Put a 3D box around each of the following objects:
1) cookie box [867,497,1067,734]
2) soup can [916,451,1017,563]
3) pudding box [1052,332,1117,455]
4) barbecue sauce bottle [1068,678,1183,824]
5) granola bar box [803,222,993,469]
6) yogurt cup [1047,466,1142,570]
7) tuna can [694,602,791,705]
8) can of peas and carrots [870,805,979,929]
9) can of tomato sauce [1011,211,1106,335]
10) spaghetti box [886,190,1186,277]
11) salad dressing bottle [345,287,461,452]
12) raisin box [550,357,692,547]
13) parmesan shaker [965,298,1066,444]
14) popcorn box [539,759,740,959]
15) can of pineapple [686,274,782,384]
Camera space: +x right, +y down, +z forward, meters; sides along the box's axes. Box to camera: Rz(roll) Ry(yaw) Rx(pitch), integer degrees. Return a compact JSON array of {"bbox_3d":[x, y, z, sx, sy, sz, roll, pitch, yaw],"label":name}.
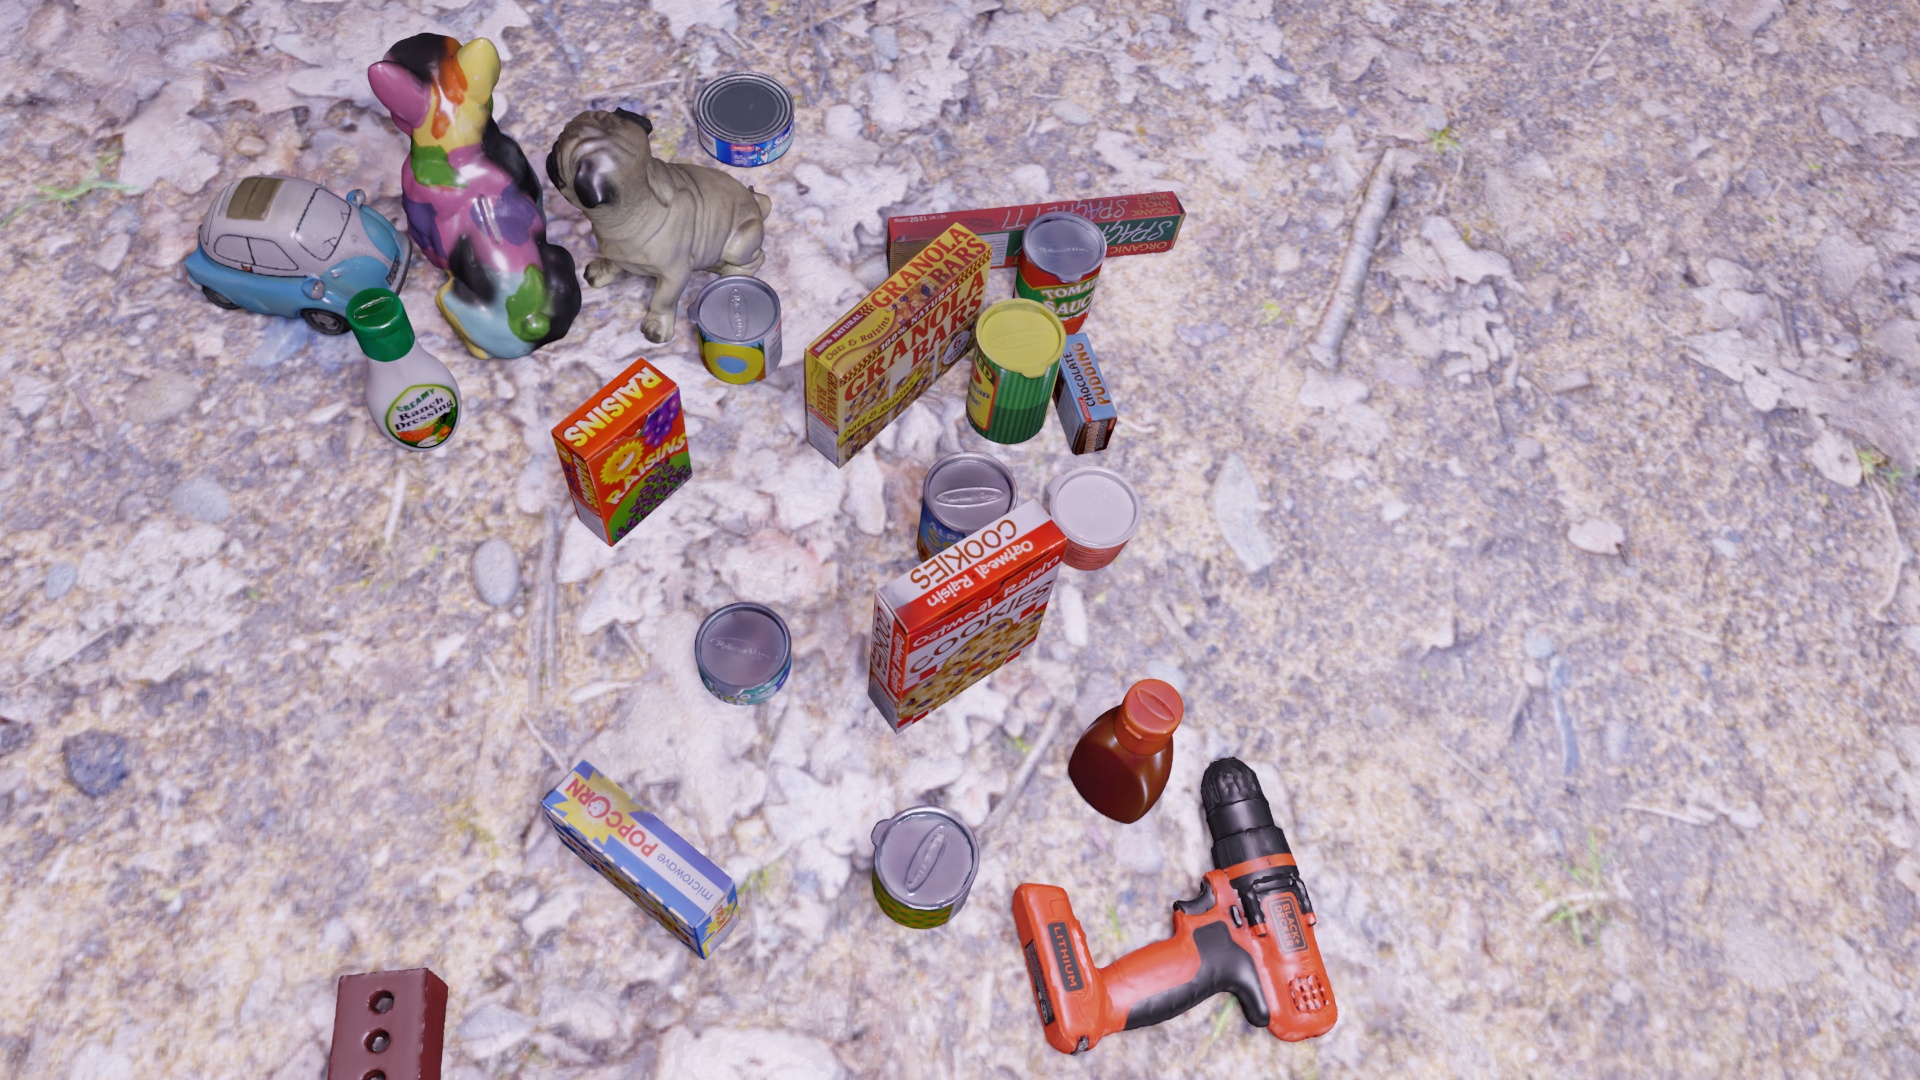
[{"bbox_3d":[0.002,0.054,0.916,0.123,0.166,0.040,-31,69,-20],"label":"cookie box"},{"bbox_3d":[0.004,-0.013,1.001,0.071,0.083,0.071,2,61,-4],"label":"soup can"},{"bbox_3d":[0.093,-0.115,1.086,0.030,0.049,0.084,-11,63,-12],"label":"pudding box"},{"bbox_3d":[0.109,0.134,0.894,0.065,0.147,0.044,40,65,15],"label":"barbecue sauce bottle"},{"bbox_3d":[-0.048,-0.147,1.047,0.039,0.123,0.166,38,65,15],"label":"granola bar box"},{"bbox_3d":[0.096,-0.013,1.028,0.072,0.053,0.073,2,61,-4],"label":"yogurt cup"},{"bbox_3d":[-0.151,0.081,0.963,0.071,0.032,0.071,2,61,-4],"label":"tuna can"},{"bbox_3d":[-0.026,0.209,0.890,0.071,0.058,0.071,2,61,-4],"label":"can of peas and carrots"},{"bbox_3d":[0.078,-0.211,1.118,0.071,0.082,0.071,2,61,-4],"label":"can of tomato sauce"},{"bbox_3d":[0.062,-0.255,1.160,0.250,0.050,0.029,-8,63,-10],"label":"spaghetti box"},{"bbox_3d":[-0.396,-0.119,0.983,0.064,0.147,0.044,-29,68,-19],"label":"salad dressing bottle"},{"bbox_3d":[-0.236,-0.060,0.980,0.040,0.122,0.086,38,65,15],"label":"raisin box"},{"bbox_3d":[0.041,-0.124,1.055,0.071,0.102,0.071,2,61,-4],"label":"parmesan shaker"},{"bbox_3d":[-0.196,0.199,0.863,0.127,0.084,0.038,35,64,13],"label":"popcorn box"},{"bbox_3d":[-0.174,-0.164,1.082,0.071,0.057,0.071,2,61,-4],"label":"can of pineapple"}]
